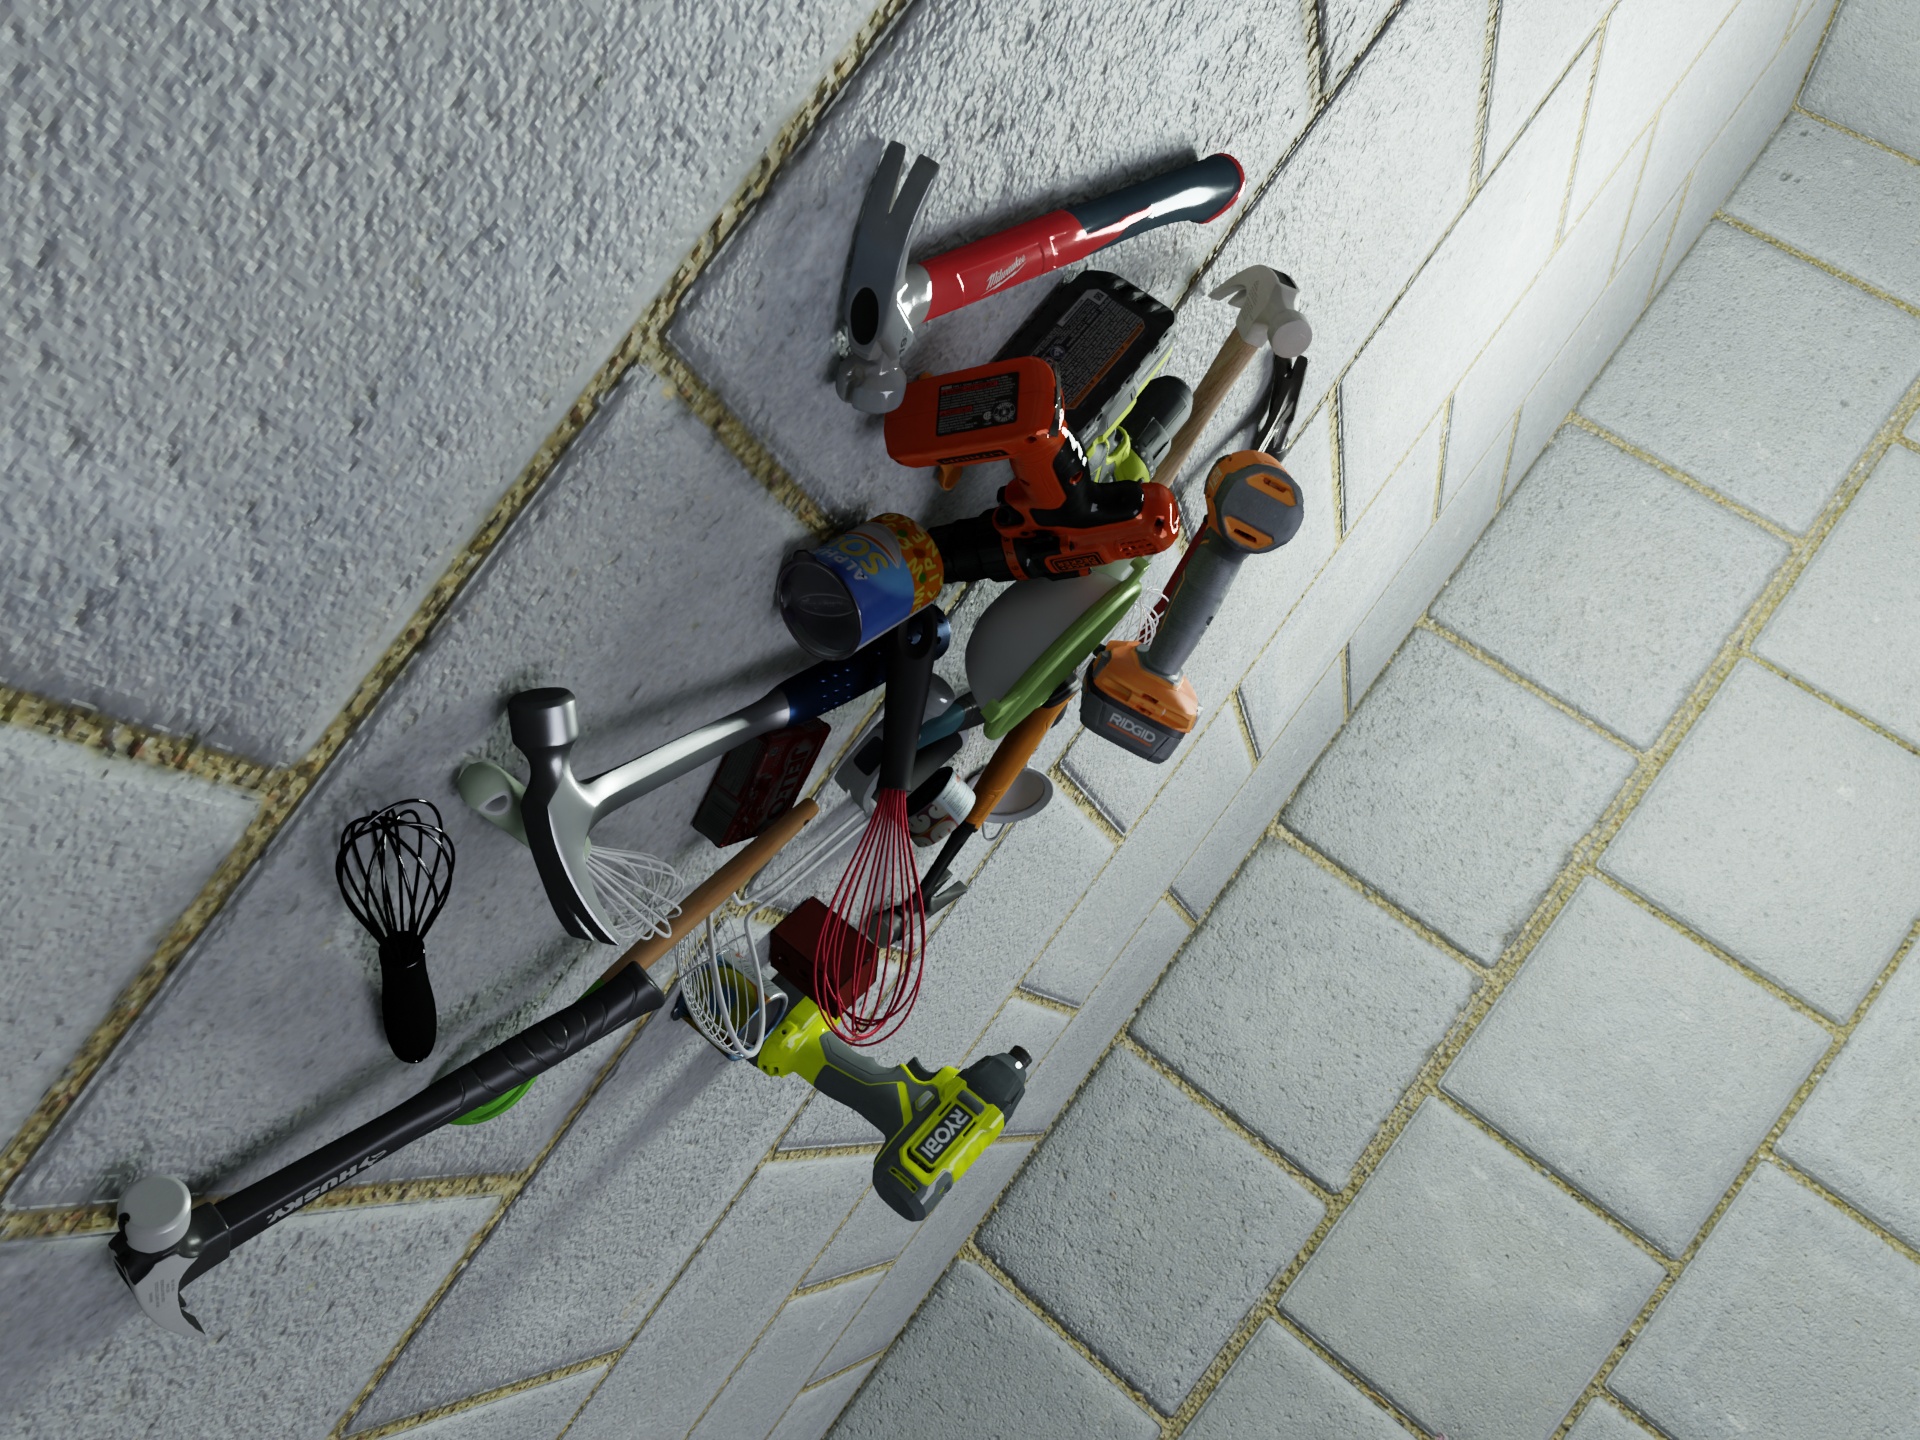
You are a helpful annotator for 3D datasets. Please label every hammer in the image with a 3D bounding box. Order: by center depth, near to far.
[{"bbox_3d":[-0.306,0.227,0.903,0.335,0.035,0.146,-27,153,-41],"label":"hammer"},{"bbox_3d":[0.069,-0.304,0.948,0.386,0.038,0.143,-35,152,-43],"label":"hammer"},{"bbox_3d":[-0.118,0.001,0.974,0.405,0.035,0.144,-31,122,-56],"label":"hammer"},{"bbox_3d":[-0.002,-0.004,1.230,0.128,0.033,0.331,-47,171,21],"label":"hammer"},{"bbox_3d":[0.166,-0.213,1.263,0.331,0.031,0.130,-57,-154,37],"label":"hammer"},{"bbox_3d":[0.022,0.072,1.401,0.127,0.034,0.336,-31,159,-47],"label":"hammer"},{"bbox_3d":[0.225,-0.168,1.447,0.359,0.037,0.149,-59,164,-21],"label":"hammer"}]

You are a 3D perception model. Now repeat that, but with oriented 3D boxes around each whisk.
[{"bbox_3d":[-0.287,0.117,0.822,0.055,0.055,0.238,-39,160,-36],"label":"whisk"},{"bbox_3d":[-0.219,0.076,0.907,0.058,0.059,0.246,-35,154,-3],"label":"whisk"},{"bbox_3d":[-0.047,0.064,1.033,0.073,0.073,0.296,20,77,-70],"label":"whisk"},{"bbox_3d":[0.106,-0.049,1.372,0.070,0.070,0.284,-44,175,-26],"label":"whisk"}]

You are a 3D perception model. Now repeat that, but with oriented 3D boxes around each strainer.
[{"bbox_3d":[0.050,-0.054,1.154,0.151,0.069,0.256,-45,176,-7],"label":"strainer"},{"bbox_3d":[0.060,0.024,1.422,0.258,0.087,0.050,116,-25,-52],"label":"strainer"}]

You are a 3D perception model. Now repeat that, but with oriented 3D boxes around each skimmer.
[{"bbox_3d":[-0.084,0.106,1.198,0.363,0.090,0.127,-41,127,-39],"label":"skimmer"}]

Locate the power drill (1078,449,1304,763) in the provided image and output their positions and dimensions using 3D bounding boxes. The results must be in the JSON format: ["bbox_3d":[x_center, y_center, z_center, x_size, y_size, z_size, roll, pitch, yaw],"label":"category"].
[{"bbox_3d":[0.173,-0.095,1.177,0.226,0.084,0.164,-62,-177,17],"label":"power drill"}]

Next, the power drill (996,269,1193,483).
[{"bbox_3d":[0.097,-0.209,1.117,0.190,0.080,0.228,-49,163,-10],"label":"power drill"}]

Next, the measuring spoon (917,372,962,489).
[{"bbox_3d":[-0.016,-0.182,1.001,0.021,0.011,0.116,-50,157,-14],"label":"measuring spoon"}]

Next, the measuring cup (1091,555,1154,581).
[{"bbox_3d":[0.098,-0.090,1.201,0.083,0.038,0.167,-45,171,-41],"label":"measuring cup"}]

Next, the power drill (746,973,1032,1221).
[{"bbox_3d":[-0.063,0.290,1.352,0.171,0.223,0.080,-43,158,-28],"label":"power drill"}]

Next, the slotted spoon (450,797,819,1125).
[{"bbox_3d":[-0.210,0.155,1.034,0.314,0.031,0.070,-42,158,-19],"label":"slotted spoon"}]
